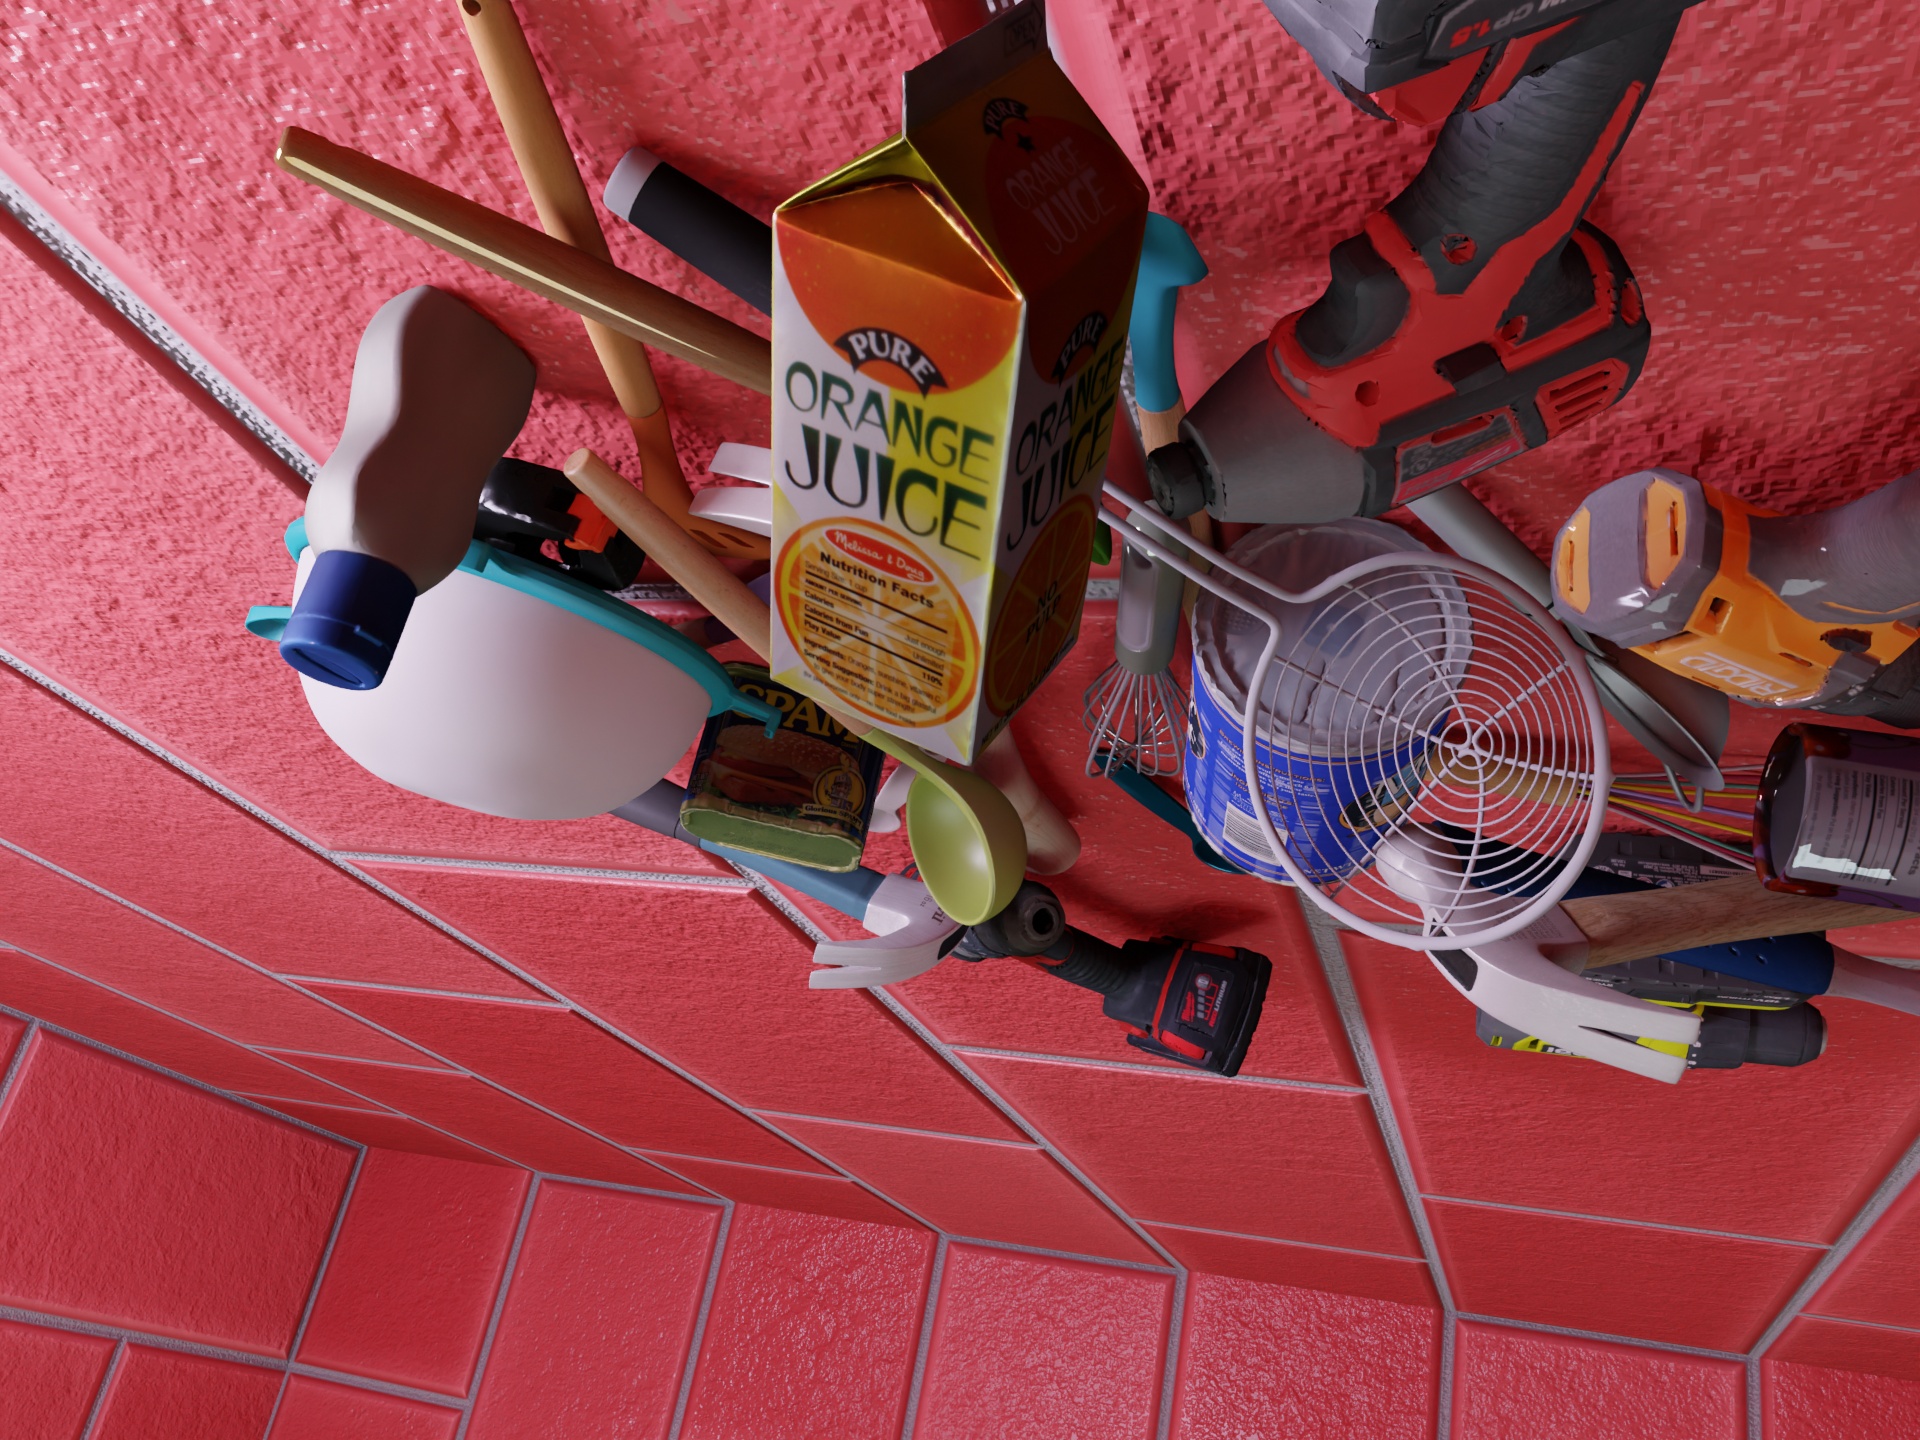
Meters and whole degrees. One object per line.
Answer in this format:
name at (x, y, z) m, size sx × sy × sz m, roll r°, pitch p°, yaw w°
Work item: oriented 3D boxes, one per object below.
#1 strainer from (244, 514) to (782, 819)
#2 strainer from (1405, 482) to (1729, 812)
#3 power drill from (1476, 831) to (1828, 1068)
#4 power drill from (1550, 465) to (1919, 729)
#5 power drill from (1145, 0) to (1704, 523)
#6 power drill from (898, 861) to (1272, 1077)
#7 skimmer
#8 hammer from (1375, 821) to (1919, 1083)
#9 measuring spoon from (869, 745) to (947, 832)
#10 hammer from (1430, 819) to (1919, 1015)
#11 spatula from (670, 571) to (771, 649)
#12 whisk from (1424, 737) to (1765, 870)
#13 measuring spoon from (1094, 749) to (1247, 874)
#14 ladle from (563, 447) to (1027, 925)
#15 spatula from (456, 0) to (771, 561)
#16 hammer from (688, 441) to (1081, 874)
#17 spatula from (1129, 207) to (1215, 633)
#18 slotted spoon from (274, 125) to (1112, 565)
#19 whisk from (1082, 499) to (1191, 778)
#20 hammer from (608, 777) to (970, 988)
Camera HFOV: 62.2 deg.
strainer at (-0.266, -0.011, 0.766) m, size 0.340 × 0.095 × 0.210 m, roll 4°, pitch 161°, yaw 39°
strainer at (0.229, -0.043, 0.604) m, size 0.258 × 0.050 × 0.087 m, roll 34°, pitch -169°, yaw -29°
power drill at (0.393, 0.142, 0.877) m, size 0.190 × 0.080 × 0.228 m, roll 5°, pitch 157°, yaw 15°
power drill at (0.334, -0.051, 0.497) m, size 0.185 × 0.084 × 0.226 m, roll 16°, pitch 160°, yaw -27°
power drill at (0.112, -0.127, 0.384) m, size 0.143 × 0.079 × 0.219 m, roll -22°, pitch 154°, yaw -4°
power drill at (0.079, 0.145, 0.982) m, size 0.226 × 0.080 × 0.188 m, roll 24°, pitch 168°, yaw -19°
skimmer at (0.038, -0.061, 0.500) m, size 0.363 × 0.090 × 0.127 m, roll 33°, pitch 124°, yaw -7°
hammer at (0.345, 0.071, 0.635) m, size 0.331 × 0.130 × 0.031 m, roll -7°, pitch 124°, yaw -11°
measuring spoon at (-0.033, 0.033, 0.915) m, size 0.034 × 0.018 × 0.124 m, roll 20°, pitch 147°, yaw -16°
hammer at (0.412, 0.113, 0.741) m, size 0.405 × 0.144 × 0.035 m, roll 15°, pitch 157°, yaw -1°
spatula at (-0.141, -0.041, 0.796) m, size 0.316 × 0.018 × 0.059 m, roll -13°, pitch 155°, yaw 41°
whisk at (0.306, 0.033, 0.733) m, size 0.245 × 0.047 × 0.051 m, roll 10°, pitch 145°, yaw 13°
measuring spoon at (0.121, 0.044, 0.870) m, size 0.128 × 0.021 × 0.042 m, roll 37°, pitch 147°, yaw -25°
ladle at (-0.064, -0.004, 0.681) m, size 0.078 × 0.062 × 0.319 m, roll 38°, pitch 176°, yaw 46°
spatula at (-0.121, -0.139, 0.580) m, size 0.081 × 0.041 × 0.322 m, roll 7°, pitch 150°, yaw 10°
hammer at (-0.001, -0.002, 0.756) m, size 0.146 × 0.038 × 0.410 m, roll 19°, pitch 163°, yaw 16°
spatula at (0.068, -0.092, 0.568) m, size 0.082 × 0.044 × 0.317 m, roll 19°, pitch 161°, yaw 24°
slotted spoon at (-0.071, -0.122, 0.541) m, size 0.313 × 0.031 × 0.070 m, roll 20°, pitch -171°, yaw -28°
whisk at (0.076, -0.026, 0.667) m, size 0.058 × 0.059 × 0.246 m, roll 46°, pitch 168°, yaw 18°
hammer at (-0.149, 0.054, 0.881) m, size 0.331 × 0.128 × 0.033 m, roll 22°, pitch 128°, yaw 11°
